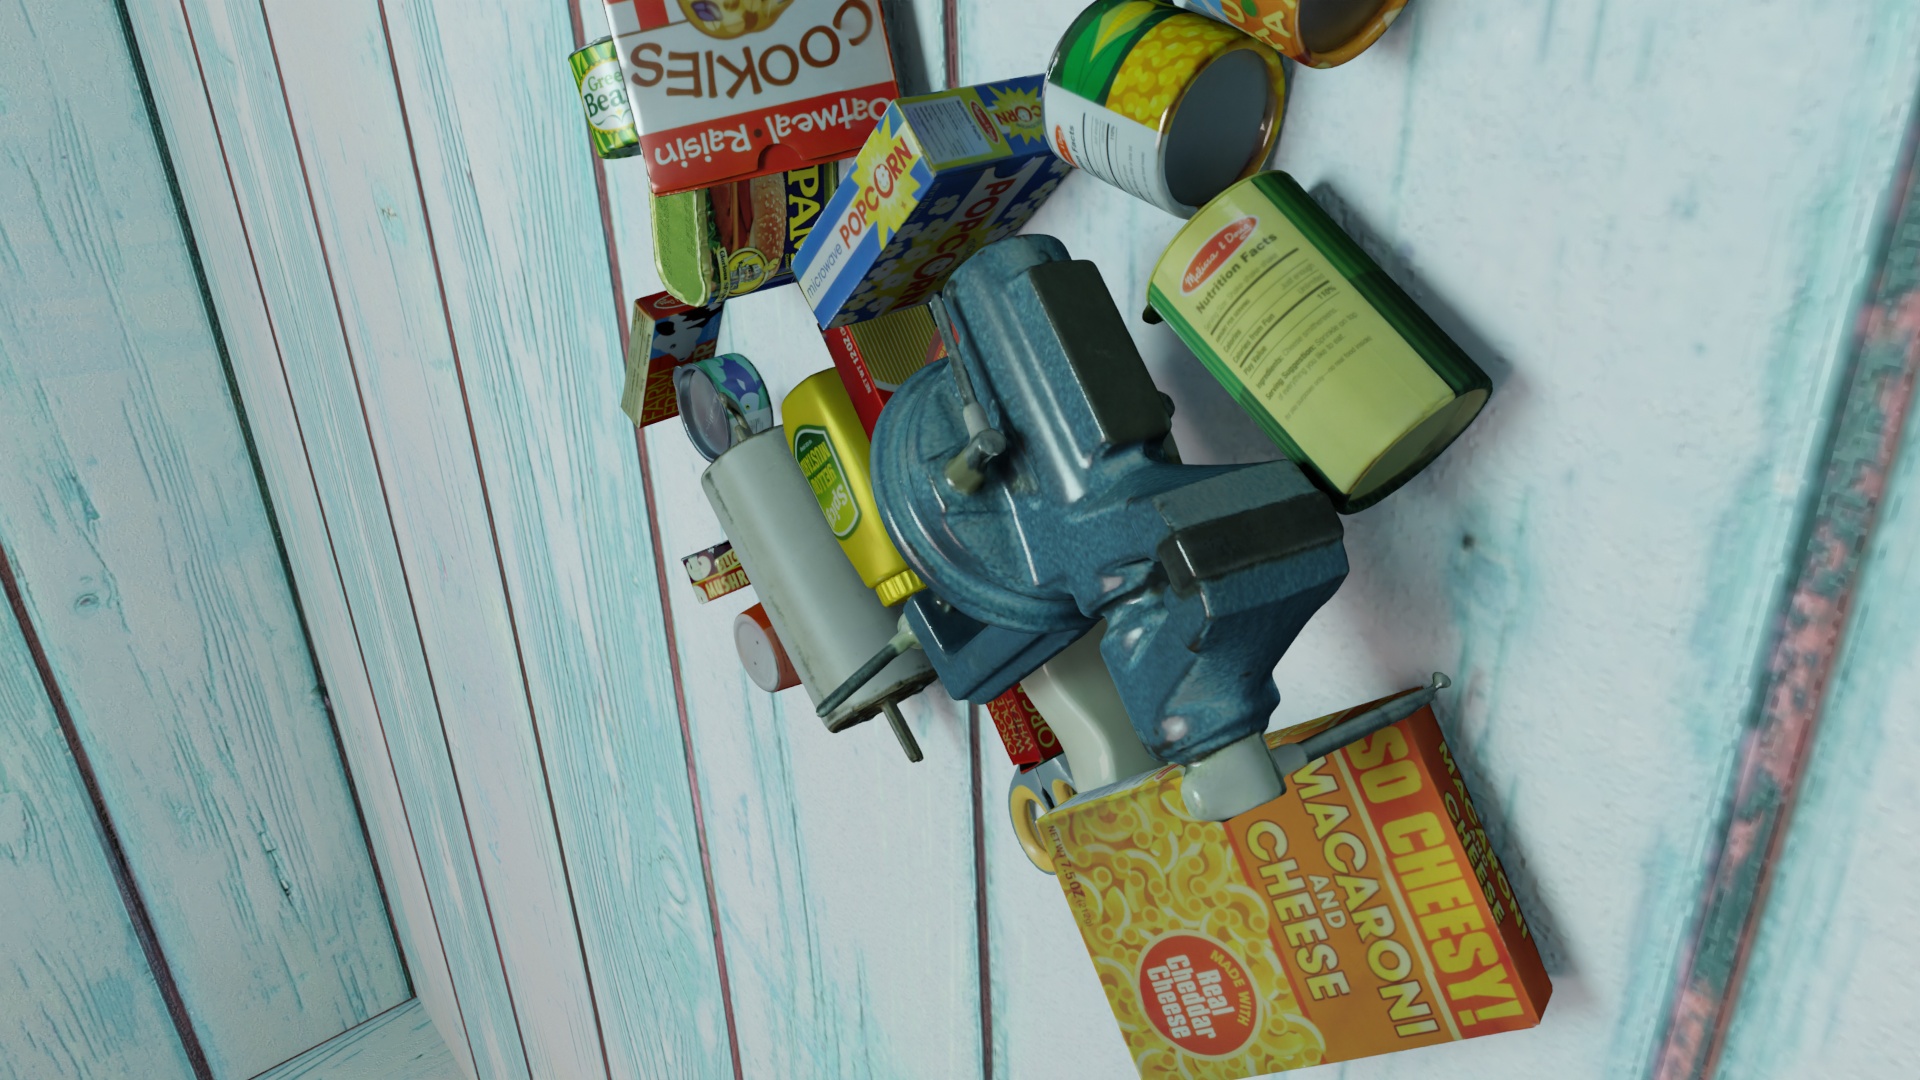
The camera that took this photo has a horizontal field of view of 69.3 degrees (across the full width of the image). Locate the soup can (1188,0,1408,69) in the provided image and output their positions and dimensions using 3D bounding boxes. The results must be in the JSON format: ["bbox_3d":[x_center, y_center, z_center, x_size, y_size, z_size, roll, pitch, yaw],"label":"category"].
[{"bbox_3d":[0.096,-0.193,0.437,0.084,0.071,0.071,44,140,31],"label":"soup can"}]

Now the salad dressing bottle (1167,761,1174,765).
[{"bbox_3d":[0.121,0.122,0.603,0.064,0.044,0.147,-29,83,48],"label":"salad dressing bottle"}]

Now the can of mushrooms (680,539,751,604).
[{"bbox_3d":[-0.144,0.014,0.899,0.071,0.071,0.033,-19,93,57],"label":"can of mushrooms"}]

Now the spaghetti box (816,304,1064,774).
[{"bbox_3d":[0.002,-0.009,0.692,0.028,0.050,0.250,-29,84,58],"label":"spaghetti box"}]

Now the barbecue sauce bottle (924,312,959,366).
[{"bbox_3d":[0.043,-0.044,0.619,0.149,0.044,0.064,52,143,22],"label":"barbecue sauce bottle"}]

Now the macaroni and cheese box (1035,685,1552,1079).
[{"bbox_3d":[0.127,0.141,0.551,0.166,0.040,0.123,-25,85,32],"label":"macaroni and cheese box"}]

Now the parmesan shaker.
[{"bbox_3d":[0.119,-0.065,0.475,0.103,0.071,0.071,53,144,21],"label":"parmesan shaker"}]

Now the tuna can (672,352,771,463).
[{"bbox_3d":[-0.152,-0.086,0.884,0.071,0.033,0.070,32,132,42],"label":"tuna can"}]

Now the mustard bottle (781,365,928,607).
[{"bbox_3d":[-0.044,-0.016,0.755,0.160,0.049,0.065,64,148,6],"label":"mustard bottle"}]

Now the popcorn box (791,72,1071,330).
[{"bbox_3d":[-0.012,-0.144,0.601,0.038,0.085,0.126,63,147,9],"label":"popcorn box"}]

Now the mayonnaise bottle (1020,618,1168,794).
[{"bbox_3d":[0.076,0.097,0.639,0.041,0.065,0.148,-17,97,56],"label":"mayonnaise bottle"}]

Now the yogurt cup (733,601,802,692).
[{"bbox_3d":[-0.109,0.063,0.889,0.072,0.054,0.072,32,133,41],"label":"yogurt cup"}]

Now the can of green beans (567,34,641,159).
[{"bbox_3d":[-0.186,-0.257,0.803,0.071,0.071,0.057,0,108,55],"label":"can of green beans"}]

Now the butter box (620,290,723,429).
[{"bbox_3d":[-0.187,-0.120,0.898,0.024,0.053,0.103,50,144,21],"label":"butter box"}]

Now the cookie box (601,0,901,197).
[{"bbox_3d":[-0.100,-0.252,0.634,0.040,0.123,0.167,-91,-11,-76],"label":"cookie box"}]

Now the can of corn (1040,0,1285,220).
[{"bbox_3d":[0.074,-0.156,0.493,0.058,0.071,0.070,38,137,36],"label":"can of corn"}]
